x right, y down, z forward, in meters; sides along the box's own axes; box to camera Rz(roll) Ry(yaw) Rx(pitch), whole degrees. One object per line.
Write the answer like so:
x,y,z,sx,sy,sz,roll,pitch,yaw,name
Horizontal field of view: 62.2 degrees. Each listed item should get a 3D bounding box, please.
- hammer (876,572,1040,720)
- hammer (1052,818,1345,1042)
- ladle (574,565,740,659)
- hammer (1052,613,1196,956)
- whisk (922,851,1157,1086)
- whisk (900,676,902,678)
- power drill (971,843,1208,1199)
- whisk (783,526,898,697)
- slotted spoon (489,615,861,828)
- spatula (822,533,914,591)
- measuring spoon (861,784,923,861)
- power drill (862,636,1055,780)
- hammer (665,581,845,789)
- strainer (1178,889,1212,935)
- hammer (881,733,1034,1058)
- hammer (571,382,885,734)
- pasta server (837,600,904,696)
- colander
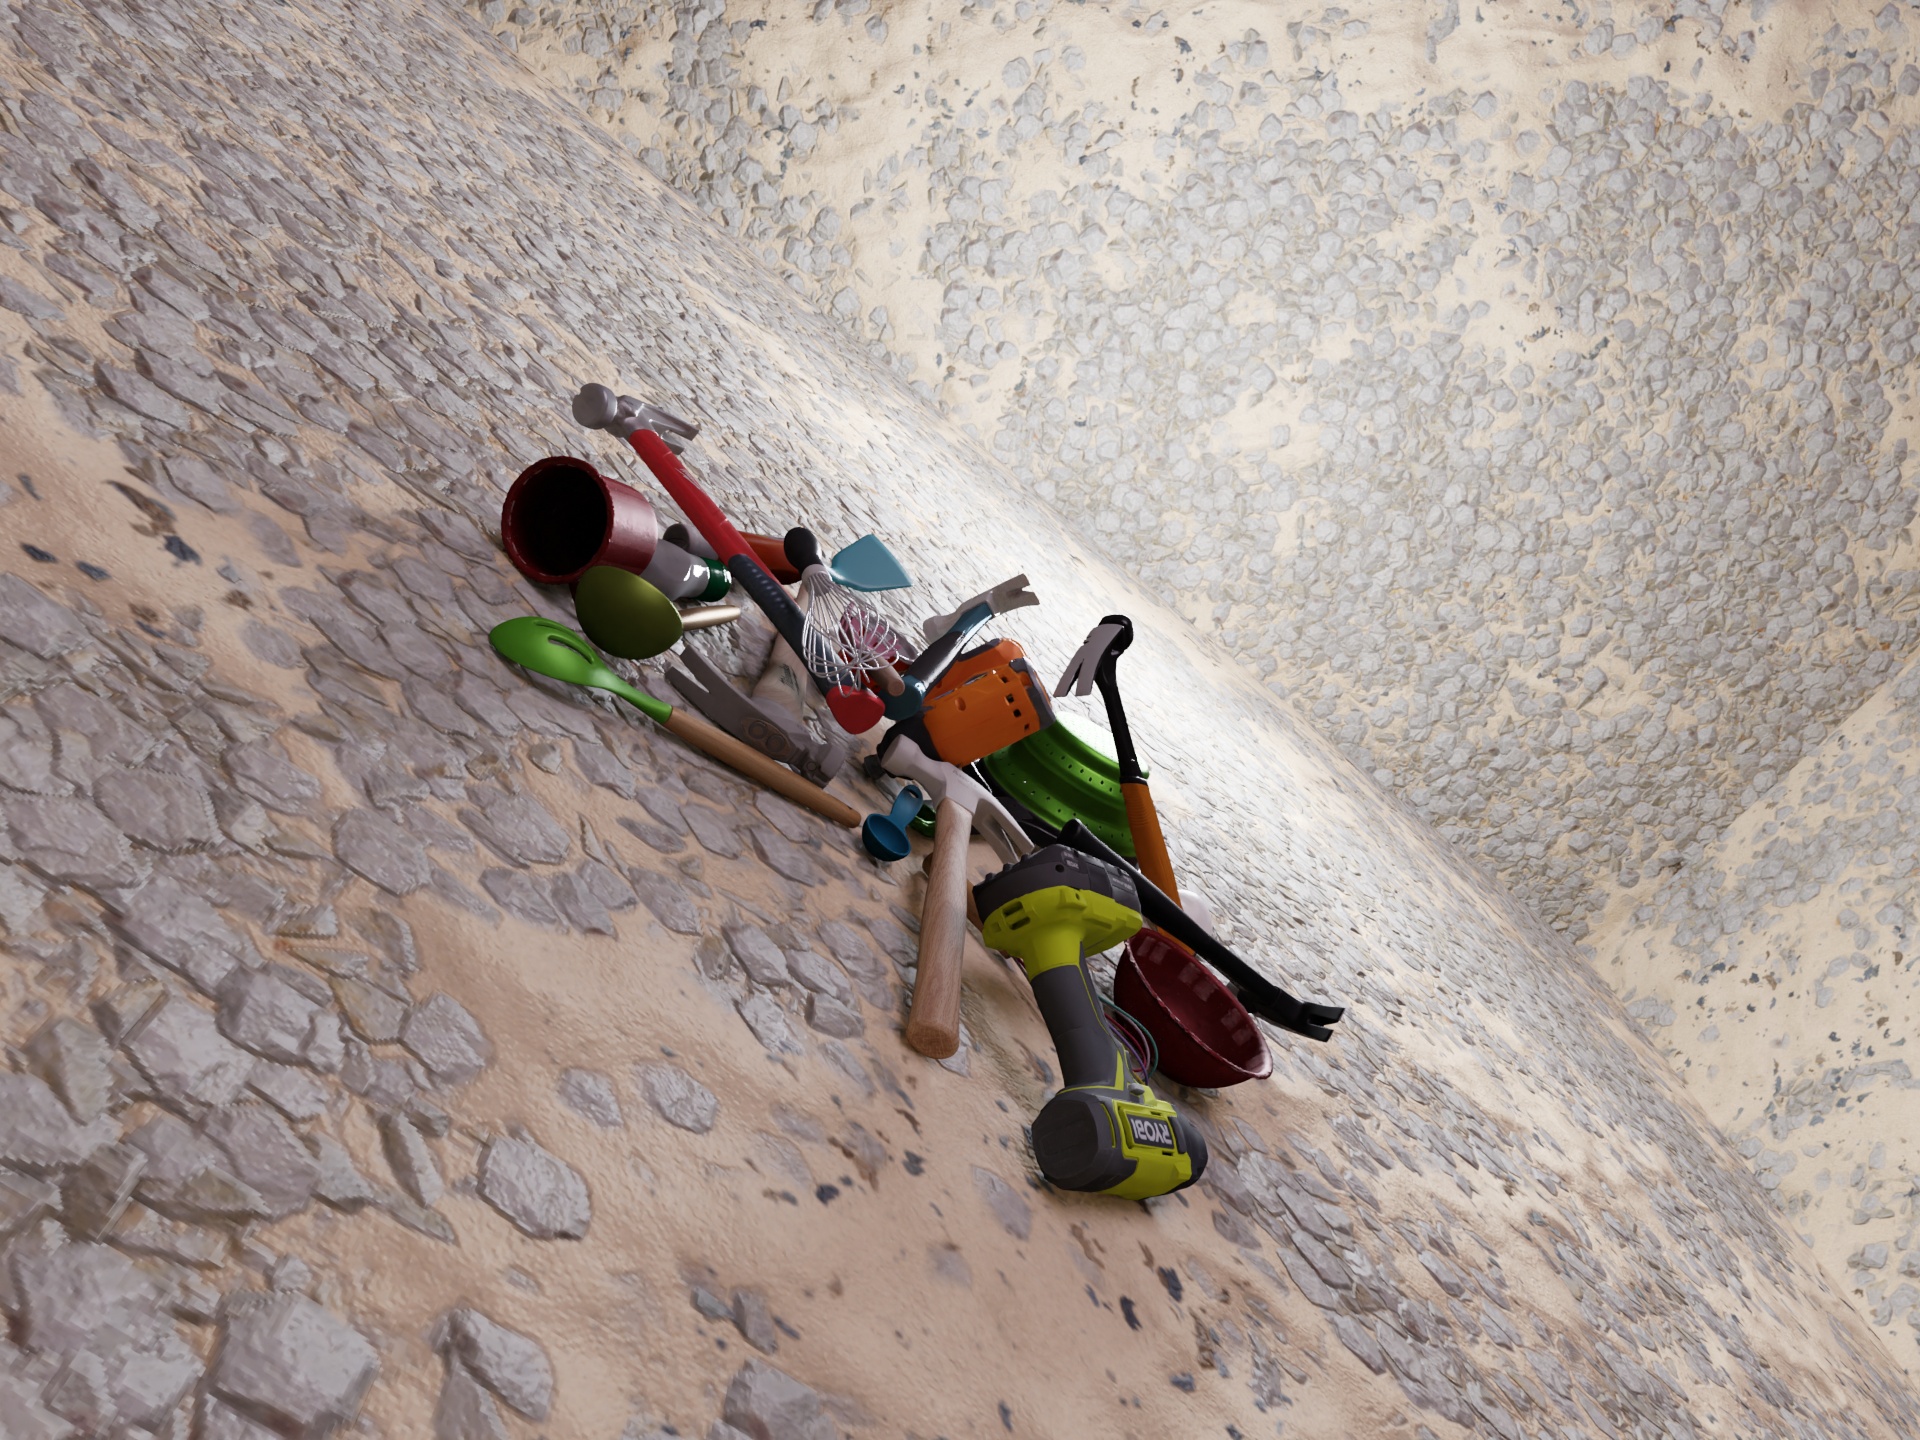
-0.011,-0.063,1.394,0.033,0.128,0.331,61,21,-10,hammer
0.199,0.183,1.380,0.334,0.035,0.146,40,-15,-29,hammer
-0.212,-0.087,1.215,0.078,0.062,0.320,24,9,4,ladle
0.158,0.080,1.415,0.127,0.034,0.336,-53,132,-50,hammer
0.057,0.185,1.191,0.245,0.051,0.047,45,21,21,whisk
0.007,-0.013,1.598,0.238,0.055,0.055,15,30,-50,whisk
0.094,0.209,1.074,0.171,0.080,0.223,25,42,-50,power drill
-0.107,-0.097,1.233,0.070,0.070,0.285,34,12,-27,whisk
-0.186,0.006,1.112,0.313,0.031,0.070,33,13,-35,slotted spoon
-0.155,-0.170,1.627,0.082,0.044,0.317,51,19,18,spatula
-0.051,0.079,1.234,0.042,0.021,0.129,42,19,-3,measuring spoon
-0.002,-0.004,1.384,0.226,0.164,0.084,-77,141,-82,power drill
-0.152,-0.064,1.367,0.146,0.038,0.411,37,16,-12,hammer
0.168,0.164,1.523,0.258,0.050,0.087,28,5,-31,strainer
-0.008,0.126,1.139,0.130,0.031,0.332,32,25,-14,hammer
-0.177,-0.135,1.324,0.387,0.038,0.143,50,17,23,hammer
-0.067,-0.053,1.291,0.060,0.040,0.316,41,1,-13,pasta server
0.071,0.054,1.432,0.205,0.094,0.397,38,16,25,colander
